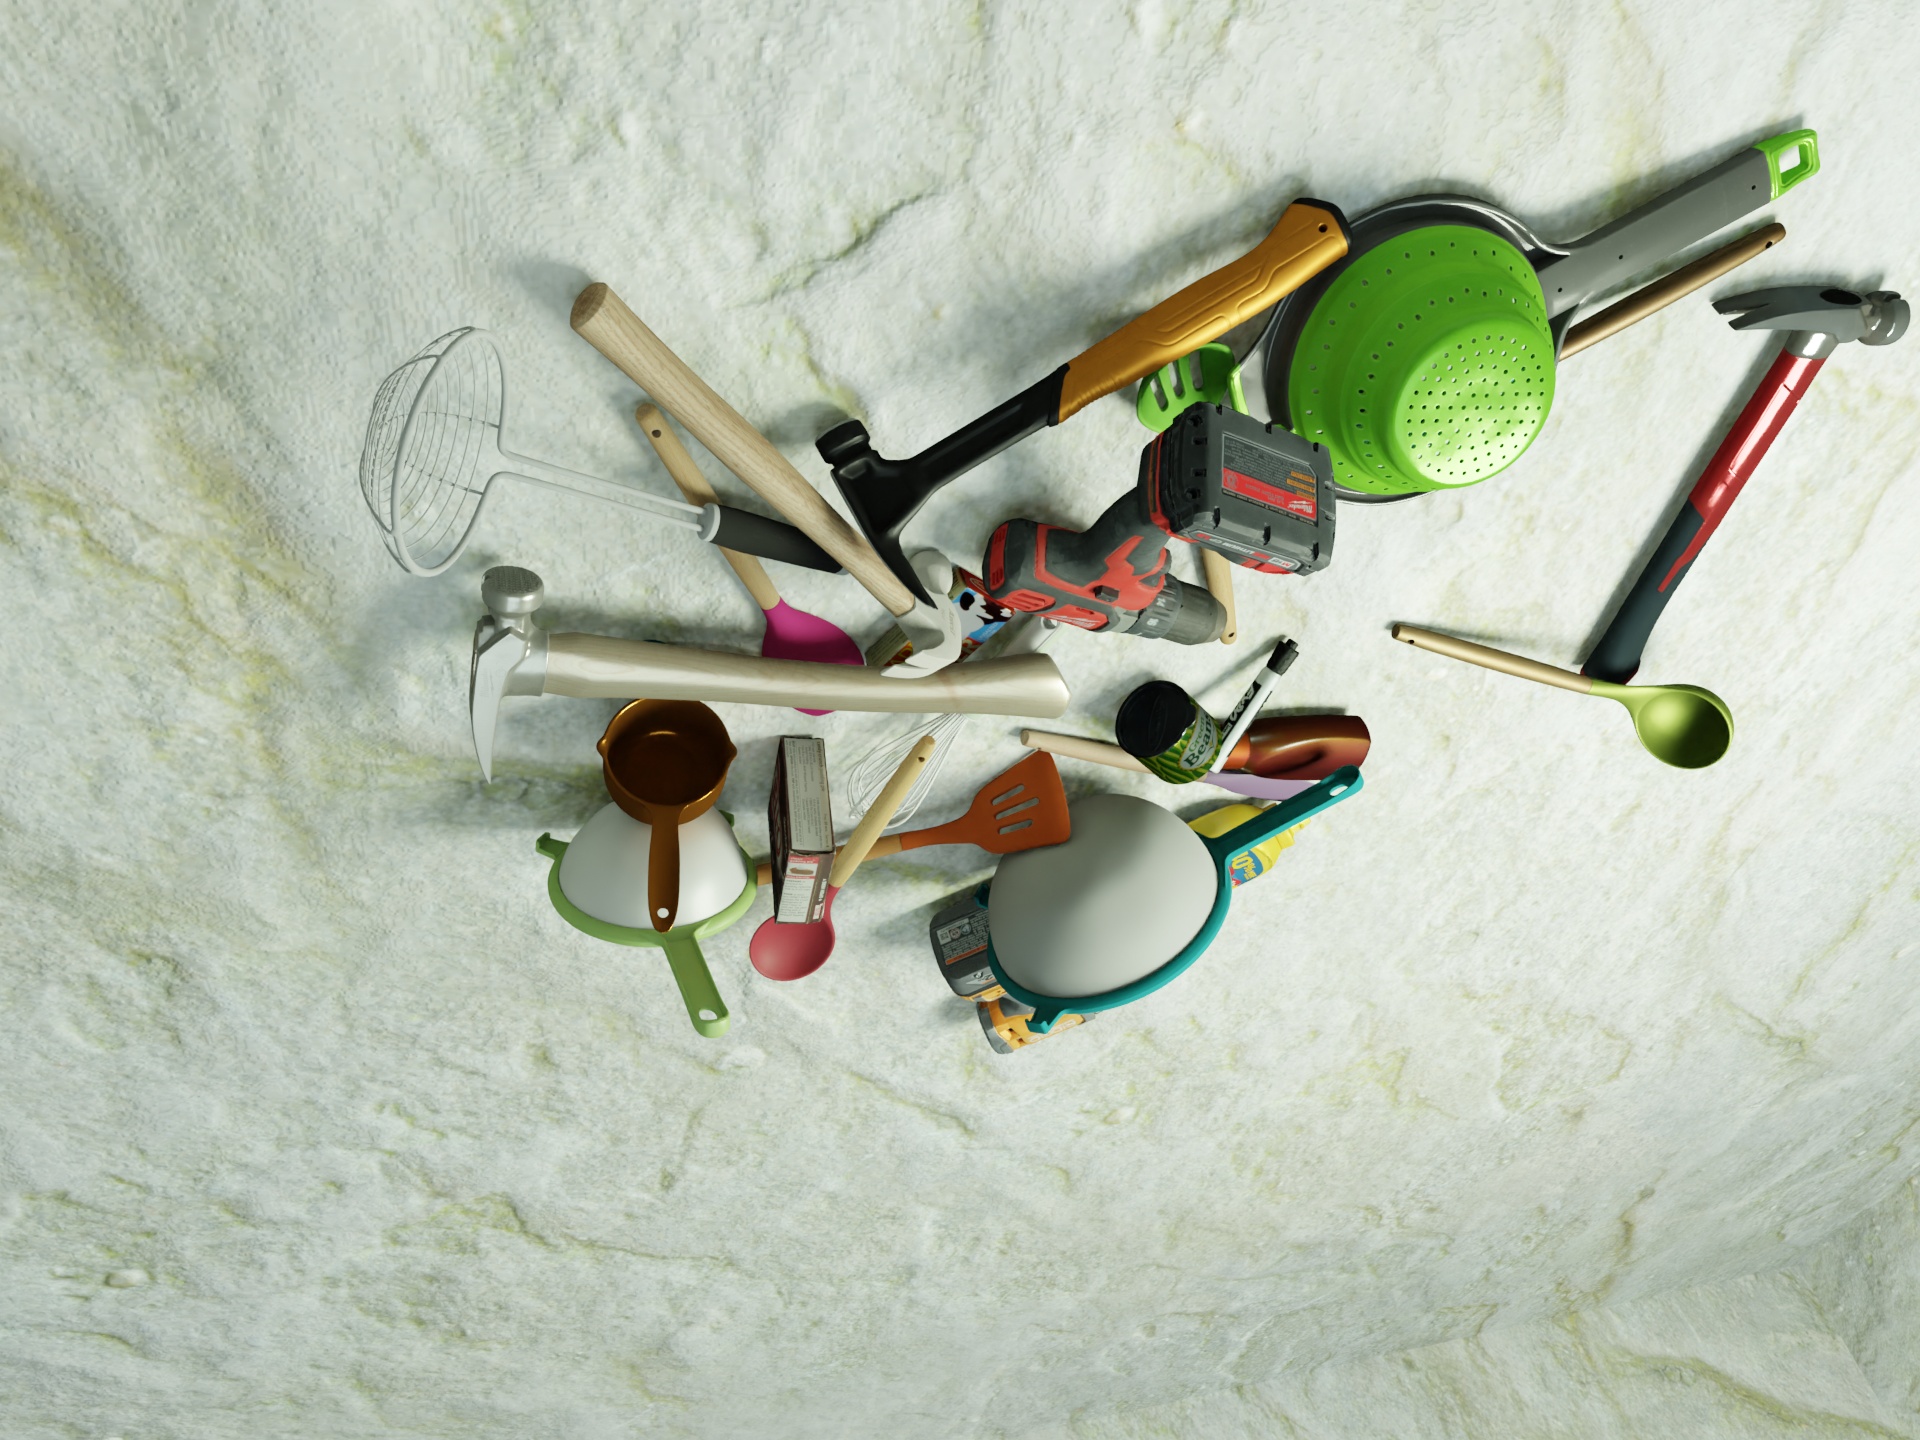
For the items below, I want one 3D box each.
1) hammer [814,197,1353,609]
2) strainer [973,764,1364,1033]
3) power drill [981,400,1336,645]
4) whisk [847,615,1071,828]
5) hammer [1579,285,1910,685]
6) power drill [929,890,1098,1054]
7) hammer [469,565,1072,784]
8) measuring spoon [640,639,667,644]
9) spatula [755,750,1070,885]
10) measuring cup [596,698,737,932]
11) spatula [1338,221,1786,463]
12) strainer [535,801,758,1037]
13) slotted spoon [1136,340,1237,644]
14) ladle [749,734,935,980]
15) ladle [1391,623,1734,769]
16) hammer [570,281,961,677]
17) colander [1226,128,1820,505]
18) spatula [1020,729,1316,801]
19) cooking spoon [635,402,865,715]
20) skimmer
[{"bbox_3d":[0.084,-0.200,0.948,0.337,0.127,0.034,-31,176,7],"label":"hammer"},{"bbox_3d":[0.160,0.097,1.276,0.340,0.211,0.095,-28,121,2],"label":"strainer"},{"bbox_3d":[0.144,-0.109,1.034,0.187,0.080,0.226,14,159,-27],"label":"power drill"},{"bbox_3d":[-0.002,-0.004,1.186,0.246,0.058,0.059,-45,169,24],"label":"whisk"},{"bbox_3d":[0.559,-0.160,1.224,0.143,0.038,0.386,-4,139,-15],"label":"hammer"},{"bbox_3d":[0.084,0.223,1.463,0.185,0.084,0.226,-23,145,6],"label":"power drill"},{"bbox_3d":[-0.119,-0.018,1.078,0.410,0.038,0.146,3,122,-22],"label":"hammer"},{"bbox_3d":[-0.172,-0.038,1.095,0.128,0.021,0.042,5,139,-27],"label":"measuring spoon"},{"bbox_3d":[-0.073,0.100,1.279,0.322,0.081,0.041,-14,157,2],"label":"spatula"},{"bbox_3d":[-0.203,0.069,1.092,0.095,0.174,0.052,2,155,-12],"label":"measuring cup"},{"bbox_3d":[0.395,-0.257,1.059,0.317,0.044,0.082,-27,140,4],"label":"spatula"},{"bbox_3d":[-0.201,0.117,1.105,0.151,0.257,0.069,-6,120,-22],"label":"strainer"},{"bbox_3d":[0.168,-0.148,1.094,0.070,0.031,0.313,-27,143,-3],"label":"slotted spoon"},{"bbox_3d":[-0.089,0.110,1.231,0.069,0.031,0.315,15,136,-21],"label":"ladle"},{"bbox_3d":[0.494,-0.025,1.303,0.320,0.062,0.078,14,141,-17],"label":"ladle"},{"bbox_3d":[-0.104,-0.136,0.951,0.031,0.130,0.331,-30,132,22],"label":"hammer"},{"bbox_3d":[0.365,-0.247,0.972,0.397,0.095,0.204,-28,125,3],"label":"colander"},{"bbox_3d":[0.183,0.040,1.326,0.315,0.018,0.060,12,158,-30],"label":"spatula"},{"bbox_3d":[-0.136,-0.094,1.046,0.069,0.017,0.318,-23,142,5],"label":"cooking spoon"},{"bbox_3d":[-0.172,-0.119,0.896,0.363,0.090,0.127,10,97,-49],"label":"skimmer"}]
